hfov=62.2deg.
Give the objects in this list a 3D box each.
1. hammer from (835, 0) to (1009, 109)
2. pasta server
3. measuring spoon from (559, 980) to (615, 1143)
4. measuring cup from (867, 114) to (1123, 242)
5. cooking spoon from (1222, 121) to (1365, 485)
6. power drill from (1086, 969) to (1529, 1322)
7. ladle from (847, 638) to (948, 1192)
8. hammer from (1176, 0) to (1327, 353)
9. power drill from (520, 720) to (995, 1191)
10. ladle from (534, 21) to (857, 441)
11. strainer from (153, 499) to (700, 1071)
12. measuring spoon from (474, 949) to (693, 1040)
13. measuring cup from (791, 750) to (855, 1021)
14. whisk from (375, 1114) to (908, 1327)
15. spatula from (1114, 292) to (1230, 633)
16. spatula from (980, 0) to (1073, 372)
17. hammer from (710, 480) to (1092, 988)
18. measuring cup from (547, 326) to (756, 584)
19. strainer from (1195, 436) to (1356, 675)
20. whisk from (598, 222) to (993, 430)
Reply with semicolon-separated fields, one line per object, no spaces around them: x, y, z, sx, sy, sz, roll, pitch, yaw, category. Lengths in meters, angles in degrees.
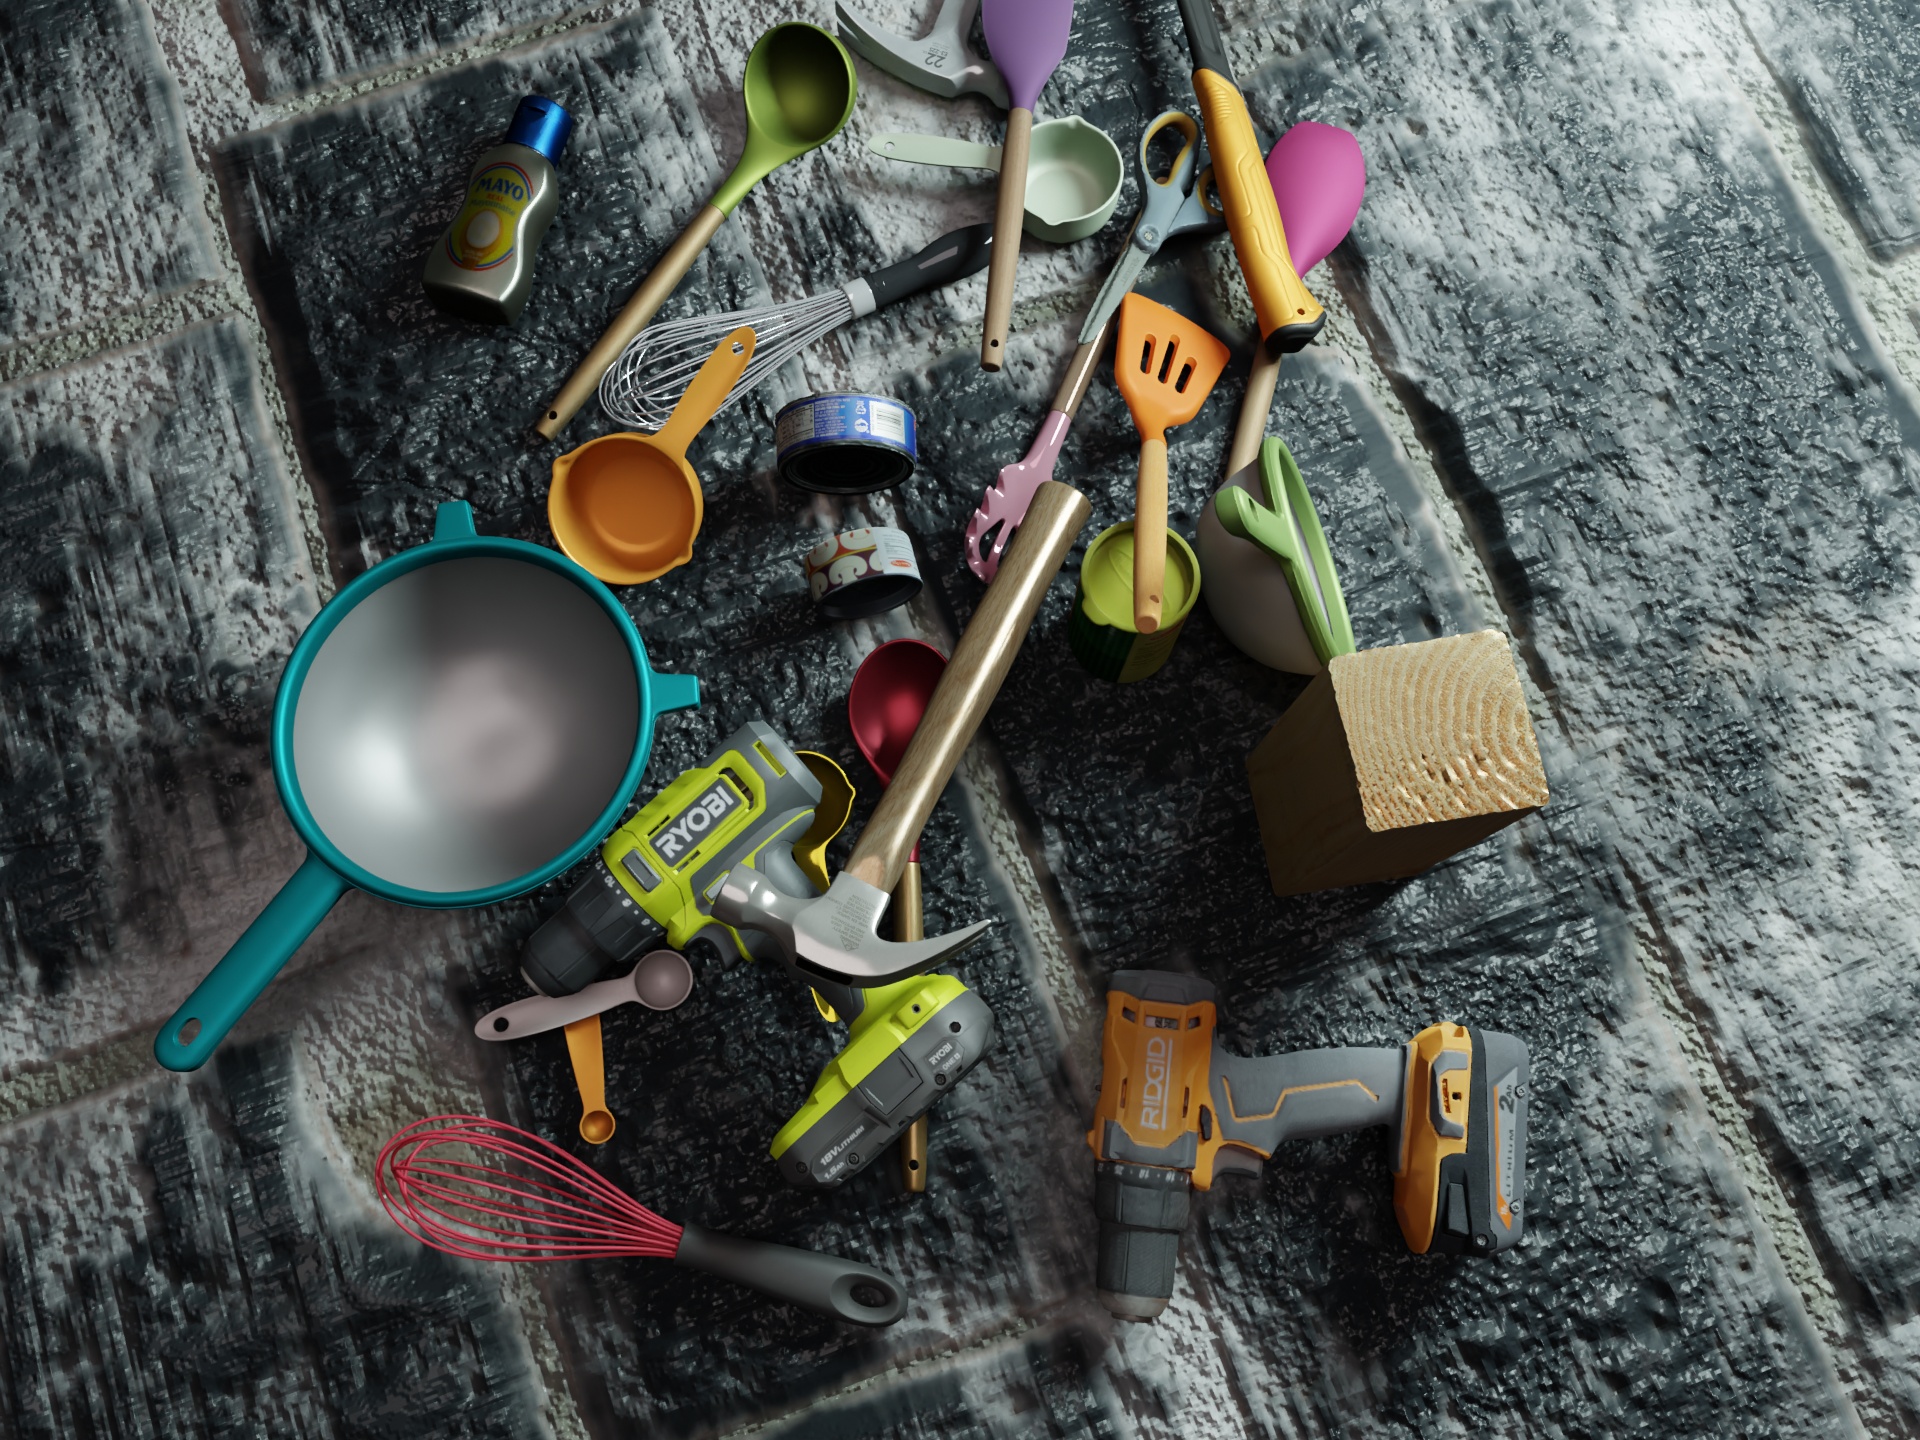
0.033;-0.610;1.102;0.144;0.035;0.406;16;76;3;hammer
0.076;-0.216;0.999;0.060;0.040;0.316;28;74;-16;pasta server
-0.214;0.183;0.906;0.021;0.011;0.117;-9;72;-13;measuring spoon
0.022;-0.355;1.037;0.167;0.038;0.083;11;74;6;measuring cup
0.202;-0.251;1.019;0.069;0.017;0.319;15;75;4;cooking spoon
0.181;0.239;0.862;0.226;0.084;0.185;7;76;5;power drill
-0.029;0.108;0.919;0.069;0.031;0.315;-2;77;3;ladle
0.164;-0.389;1.024;0.127;0.034;0.337;-6;73;-23;hammer
-0.111;0.139;0.866;0.190;0.080;0.228;-42;78;-4;power drill
-0.173;-0.310;1.012;0.078;0.062;0.320;33;80;8;ladle
-0.309;0.058;0.894;0.211;0.095;0.340;36;80;11;strainer
-0.213;0.160;0.903;0.124;0.018;0.034;-14;75;-8;measuring spoon
-0.083;0.096;0.924;0.062;0.029;0.156;-9;84;3;measuring cup
-0.170;0.278;0.859;0.296;0.073;0.073;17;76;-3;whisk
0.114;-0.150;0.903;0.081;0.041;0.323;27;36;-12;spatula
0.033;-0.363;1.008;0.060;0.018;0.316;7;73;-2;spatula
-0.001;-0.003;0.872;0.130;0.031;0.331;27;62;1;hammer
-0.173;-0.162;0.946;0.095;0.052;0.173;36;99;-10;measuring cup
0.156;-0.086;0.877;0.069;0.256;0.151;-18;80;21;strainer
-0.093;-0.252;1.000;0.284;0.070;0.070;-26;77;-12;whisk
